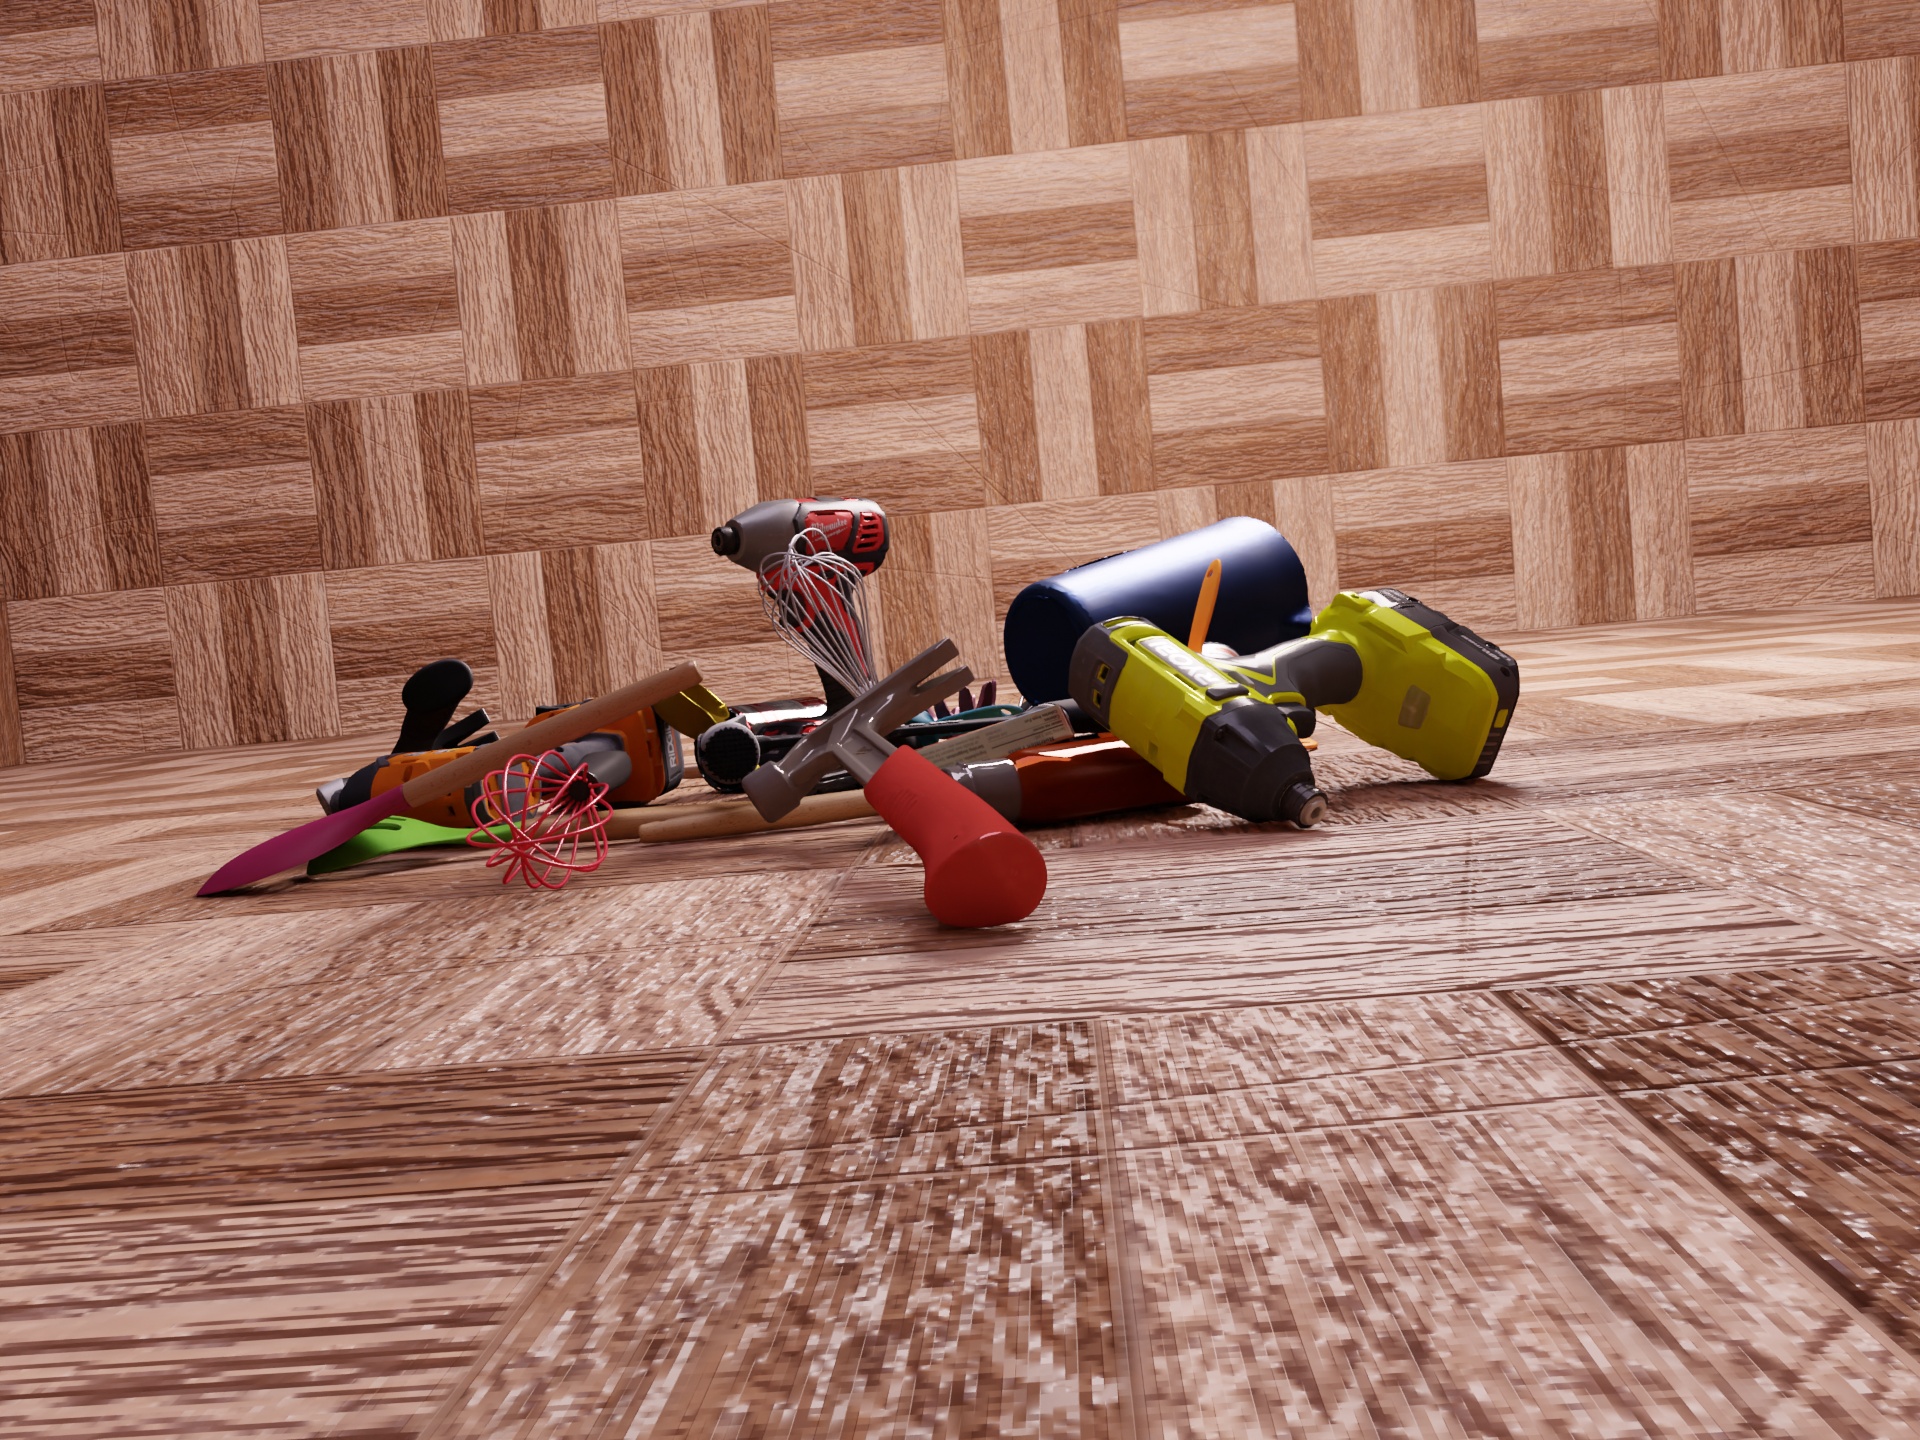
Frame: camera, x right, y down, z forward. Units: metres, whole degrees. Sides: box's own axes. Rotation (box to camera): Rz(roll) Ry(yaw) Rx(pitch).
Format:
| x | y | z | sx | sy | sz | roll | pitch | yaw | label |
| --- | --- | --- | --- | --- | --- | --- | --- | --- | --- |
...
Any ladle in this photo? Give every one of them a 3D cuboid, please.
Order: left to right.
| x | y | z | sx | sy | sz | roll | pitch | yaw | label |
| --- | --- | --- | --- | --- | --- | --- | --- | --- | --- |
| -0.037 | 0.048 | 0.972 | 0.315 | 0.031 | 0.069 | -7 | 3 | -7 | ladle |

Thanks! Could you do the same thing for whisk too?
| x | y | z | sx | sy | sz | roll | pitch | yaw | label |
| --- | --- | --- | --- | --- | --- | --- | --- | --- | --- |
| -0.219 | 0.042 | 0.900 | 0.073 | 0.073 | 0.296 | -5 | 6 | -3 | whisk |
| -0.069 | -0.029 | 1.079 | 0.070 | 0.070 | 0.284 | -4 | -32 | 14 | whisk |

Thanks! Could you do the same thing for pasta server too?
| x | y | z | sx | sy | sz | roll | pitch | yaw | label |
| --- | --- | --- | --- | --- | --- | --- | --- | --- | --- |
| -0.063 | 0.002 | 1.314 | 0.060 | 0.040 | 0.316 | -13 | 3 | -30 | pasta server |

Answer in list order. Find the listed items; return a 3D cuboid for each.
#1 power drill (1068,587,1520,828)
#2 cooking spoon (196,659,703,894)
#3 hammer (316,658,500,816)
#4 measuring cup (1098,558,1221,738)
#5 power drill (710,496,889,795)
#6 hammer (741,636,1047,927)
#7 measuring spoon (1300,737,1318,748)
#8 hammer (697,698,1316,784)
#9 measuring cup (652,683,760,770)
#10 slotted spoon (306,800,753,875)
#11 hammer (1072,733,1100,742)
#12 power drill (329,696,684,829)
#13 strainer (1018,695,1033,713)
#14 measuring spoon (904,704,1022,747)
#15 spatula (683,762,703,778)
| x | y | z | sx | sy | sz | roll | pitch | yaw | label |
| --- | --- | --- | --- | --- | --- | --- | --- | --- | --- |
| 0.194 | -0.006 | 0.877 | 0.223 | 0.080 | 0.171 | -10 | 34 | -34 | power drill |
| -0.295 | 0.033 | 0.916 | 0.319 | 0.017 | 0.069 | -23 | 16 | 4 | cooking spoon |
| -0.396 | 0.007 | 1.181 | 0.146 | 0.035 | 0.335 | -28 | 0 | -27 | hammer |
| 0.145 | -0.052 | 1.133 | 0.052 | 0.174 | 0.095 | 27 | -24 | -20 | measuring cup |
| -0.114 | -0.057 | 1.194 | 0.143 | 0.219 | 0.078 | -8 | 4 | -41 | power drill |
| -0.018 | 0.028 | 0.763 | 0.149 | 0.036 | 0.359 | -35 | 14 | -7 | hammer |
| 0.259 | 0.012 | 1.211 | 0.021 | 0.011 | 0.117 | -5 | 4 | 8 | measuring spoon |
| 0.037 | 0.002 | 1.024 | 0.409 | 0.036 | 0.149 | -4 | 4 | -10 | hammer |
| -0.174 | 0.020 | 1.137 | 0.062 | 0.029 | 0.157 | 27 | 17 | -51 | measuring cup |
| -0.241 | 0.066 | 0.977 | 0.313 | 0.031 | 0.070 | -4 | 8 | -6 | slotted spoon |
| 0.049 | 0.024 | 1.149 | 0.127 | 0.034 | 0.336 | -2 | 5 | 35 | hammer |
| -0.322 | 0.038 | 1.132 | 0.164 | 0.084 | 0.226 | -5 | 6 | 27 | power drill |
| 0.030 | 0.017 | 1.250 | 0.087 | 0.050 | 0.258 | -42 | -4 | 22 | strainer |
| -0.002 | -0.004 | 1.155 | 0.128 | 0.021 | 0.042 | -12 | -44 | 42 | measuring spoon |
| -0.078 | 0.031 | 1.352 | 0.316 | 0.018 | 0.060 | -4 | 2 | -7 | spatula |
